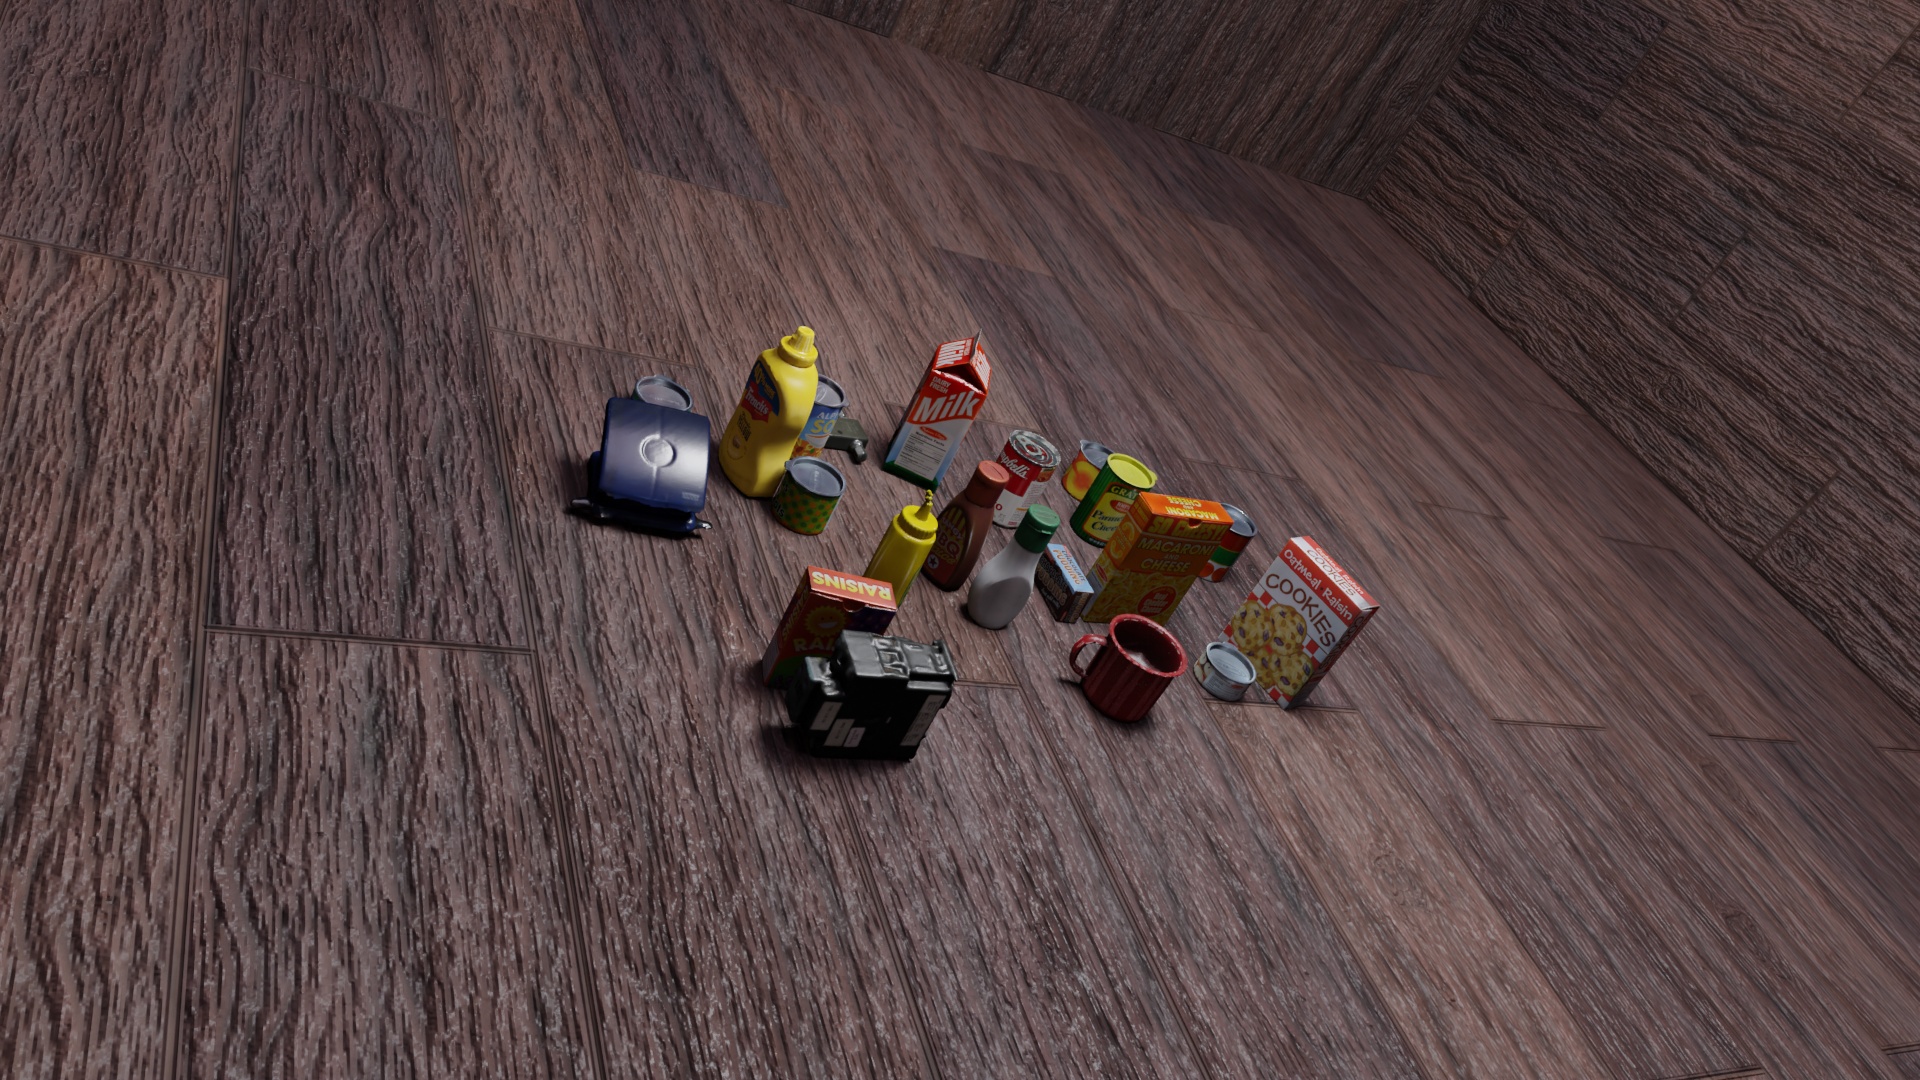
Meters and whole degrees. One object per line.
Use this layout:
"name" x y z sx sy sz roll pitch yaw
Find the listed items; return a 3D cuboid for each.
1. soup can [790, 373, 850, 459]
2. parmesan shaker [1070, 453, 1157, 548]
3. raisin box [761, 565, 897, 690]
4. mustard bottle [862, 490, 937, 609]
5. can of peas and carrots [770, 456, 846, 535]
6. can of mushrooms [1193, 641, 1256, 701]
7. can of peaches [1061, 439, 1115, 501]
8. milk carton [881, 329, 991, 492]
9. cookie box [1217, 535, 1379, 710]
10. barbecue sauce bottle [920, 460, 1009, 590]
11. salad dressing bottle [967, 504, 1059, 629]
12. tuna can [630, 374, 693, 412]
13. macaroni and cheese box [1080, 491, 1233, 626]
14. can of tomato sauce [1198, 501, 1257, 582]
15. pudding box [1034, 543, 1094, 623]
"soup can" -0.174 -0.140 1.593 0.071 0.083 0.072 21 32 -14
"parmesan shaker" 0.191 -0.048 1.734 0.071 0.102 0.072 21 32 -14
"raisin box" -0.122 0.087 1.273 0.086 0.122 0.040 14 34 -23
"mustard bottle" -0.060 0.015 1.389 0.049 0.159 0.065 27 31 -4
"can of peas and carrots" -0.166 -0.049 1.492 0.071 0.058 0.071 21 32 -14
"can of mushrooms" 0.306 0.151 1.608 0.071 0.033 0.071 21 32 -14
"can of peaches" 0.172 -0.088 1.820 0.071 0.057 0.071 21 32 -14
"milk carton" -0.020 -0.159 1.641 0.073 0.189 0.073 24 32 -9
"cookie box" 0.394 0.096 1.629 0.040 0.166 0.123 -5 45 -43
"barbecue sauce bottle" 0.005 -0.019 1.501 0.044 0.147 0.065 -11 50 -47
"salad dressing bottle" 0.058 0.028 1.477 0.064 0.147 0.044 12 35 -27
"tuna can" -0.331 -0.150 1.530 0.071 0.032 0.071 21 32 -14
"macaroni and cheese box" 0.220 0.025 1.593 0.124 0.165 0.040 6 38 -33
"can of tomato sauce" 0.331 0.002 1.795 0.071 0.082 0.071 21 32 -14
"pudding box" 0.116 0.048 1.588 0.030 0.049 0.084 7 38 -32
